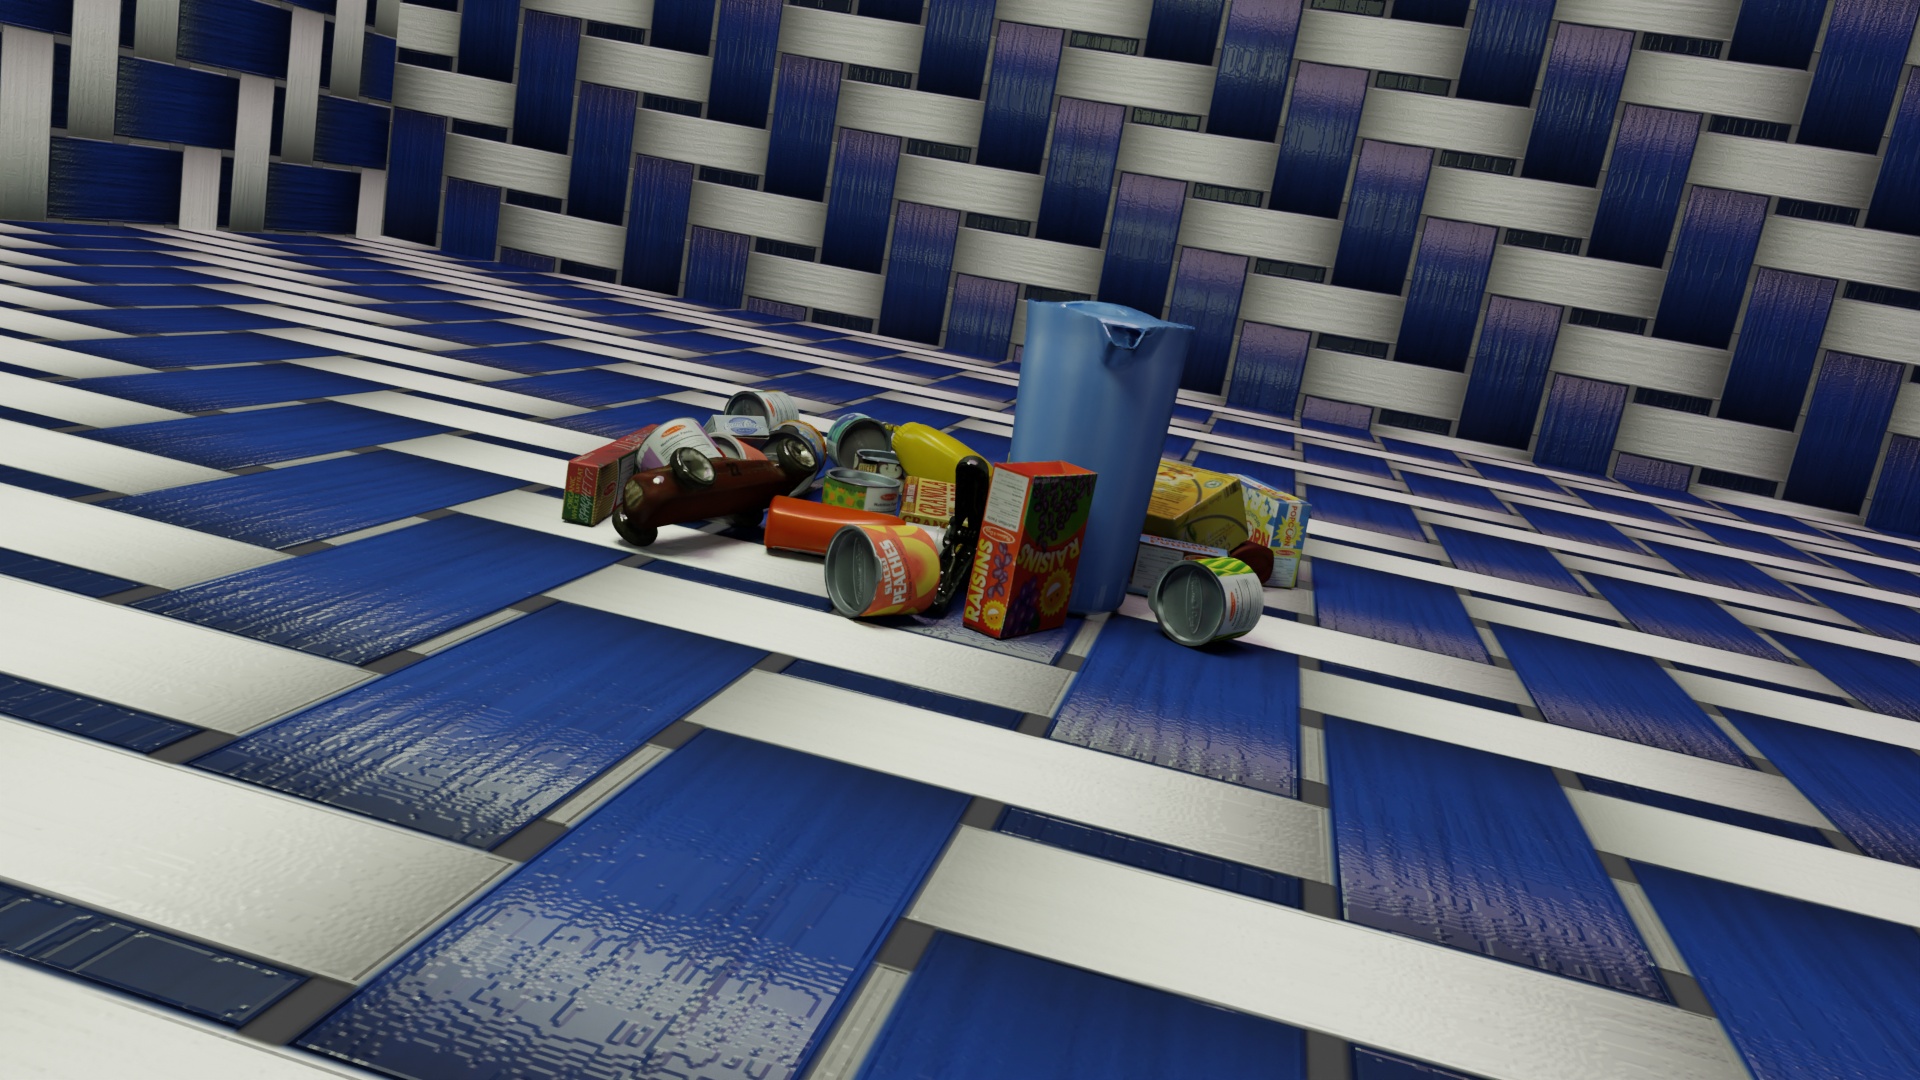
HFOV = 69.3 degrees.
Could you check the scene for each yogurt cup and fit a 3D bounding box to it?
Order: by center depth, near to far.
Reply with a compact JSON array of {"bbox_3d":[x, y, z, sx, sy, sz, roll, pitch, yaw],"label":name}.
[{"bbox_3d":[-0.206,-0.060,1.244,0.072,0.072,0.054,16,1,27],"label":"yogurt cup"}]

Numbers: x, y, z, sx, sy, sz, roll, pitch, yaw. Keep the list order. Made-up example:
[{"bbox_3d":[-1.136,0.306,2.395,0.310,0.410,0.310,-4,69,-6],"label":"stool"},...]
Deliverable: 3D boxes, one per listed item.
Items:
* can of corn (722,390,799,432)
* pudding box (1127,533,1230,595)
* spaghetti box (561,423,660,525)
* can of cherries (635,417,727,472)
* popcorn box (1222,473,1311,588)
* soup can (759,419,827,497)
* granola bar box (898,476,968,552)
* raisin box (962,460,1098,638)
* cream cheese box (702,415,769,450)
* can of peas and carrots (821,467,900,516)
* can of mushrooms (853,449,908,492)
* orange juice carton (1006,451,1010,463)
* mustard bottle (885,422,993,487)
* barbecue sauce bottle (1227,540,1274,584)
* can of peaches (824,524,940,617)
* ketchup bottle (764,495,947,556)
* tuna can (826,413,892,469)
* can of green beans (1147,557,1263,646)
[{"bbox_3d":[-0.226,-0.135,1.568,0.071,0.071,0.058,16,13,27],"label":"can of corn"},{"bbox_3d":[0.188,0.027,1.202,0.084,0.049,0.030,11,16,7],"label":"pudding box"},{"bbox_3d":[-0.294,-0.062,1.222,0.029,0.050,0.251,11,12,1],"label":"spaghetti box"},{"bbox_3d":[-0.234,-0.061,1.192,0.058,0.071,0.071,47,29,24],"label":"can of cherries"},{"bbox_3d":[0.291,-0.012,1.371,0.038,0.085,0.127,5,14,-19],"label":"popcorn box"},{"bbox_3d":[-0.168,-0.085,1.369,0.071,0.071,0.084,10,12,-1],"label":"soup can"},{"bbox_3d":[0.005,-0.016,1.273,0.124,0.039,0.166,10,13,-3],"label":"granola bar box"},{"bbox_3d":[0.051,0.005,1.022,0.040,0.123,0.086,20,16,35],"label":"raisin box"},{"bbox_3d":[-0.225,-0.083,1.300,0.053,0.024,0.103,-1,-23,-34],"label":"cream cheese box"},{"bbox_3d":[-0.090,-0.028,1.206,0.071,0.058,0.071,9,12,-2],"label":"can of peas and carrots"},{"bbox_3d":[-0.083,-0.074,1.476,0.071,0.033,0.071,10,13,-2],"label":"can of mushrooms"},{"bbox_3d":[0.136,-0.046,1.433,0.193,0.073,0.072,0,16,-40],"label":"orange juice carton"},{"bbox_3d":[-0.026,-0.082,1.418,0.049,0.065,0.161,1,31,-44],"label":"mustard bottle"},{"bbox_3d":[0.231,0.006,1.342,0.065,0.043,0.149,-5,18,-30],"label":"barbecue sauce bottle"},{"bbox_3d":[-0.054,0.022,0.996,0.058,0.071,0.071,1,15,-40],"label":"can of peaches"},{"bbox_3d":[-0.084,-0.004,1.140,0.149,0.043,0.065,9,7,-4],"label":"ketchup bottle"},{"bbox_3d":[-0.109,-0.106,1.514,0.071,0.071,0.033,3,14,-30],"label":"tuna can"},{"bbox_3d":[0.193,0.047,1.081,0.071,0.071,0.058,20,15,40],"label":"can of green beans"}]
